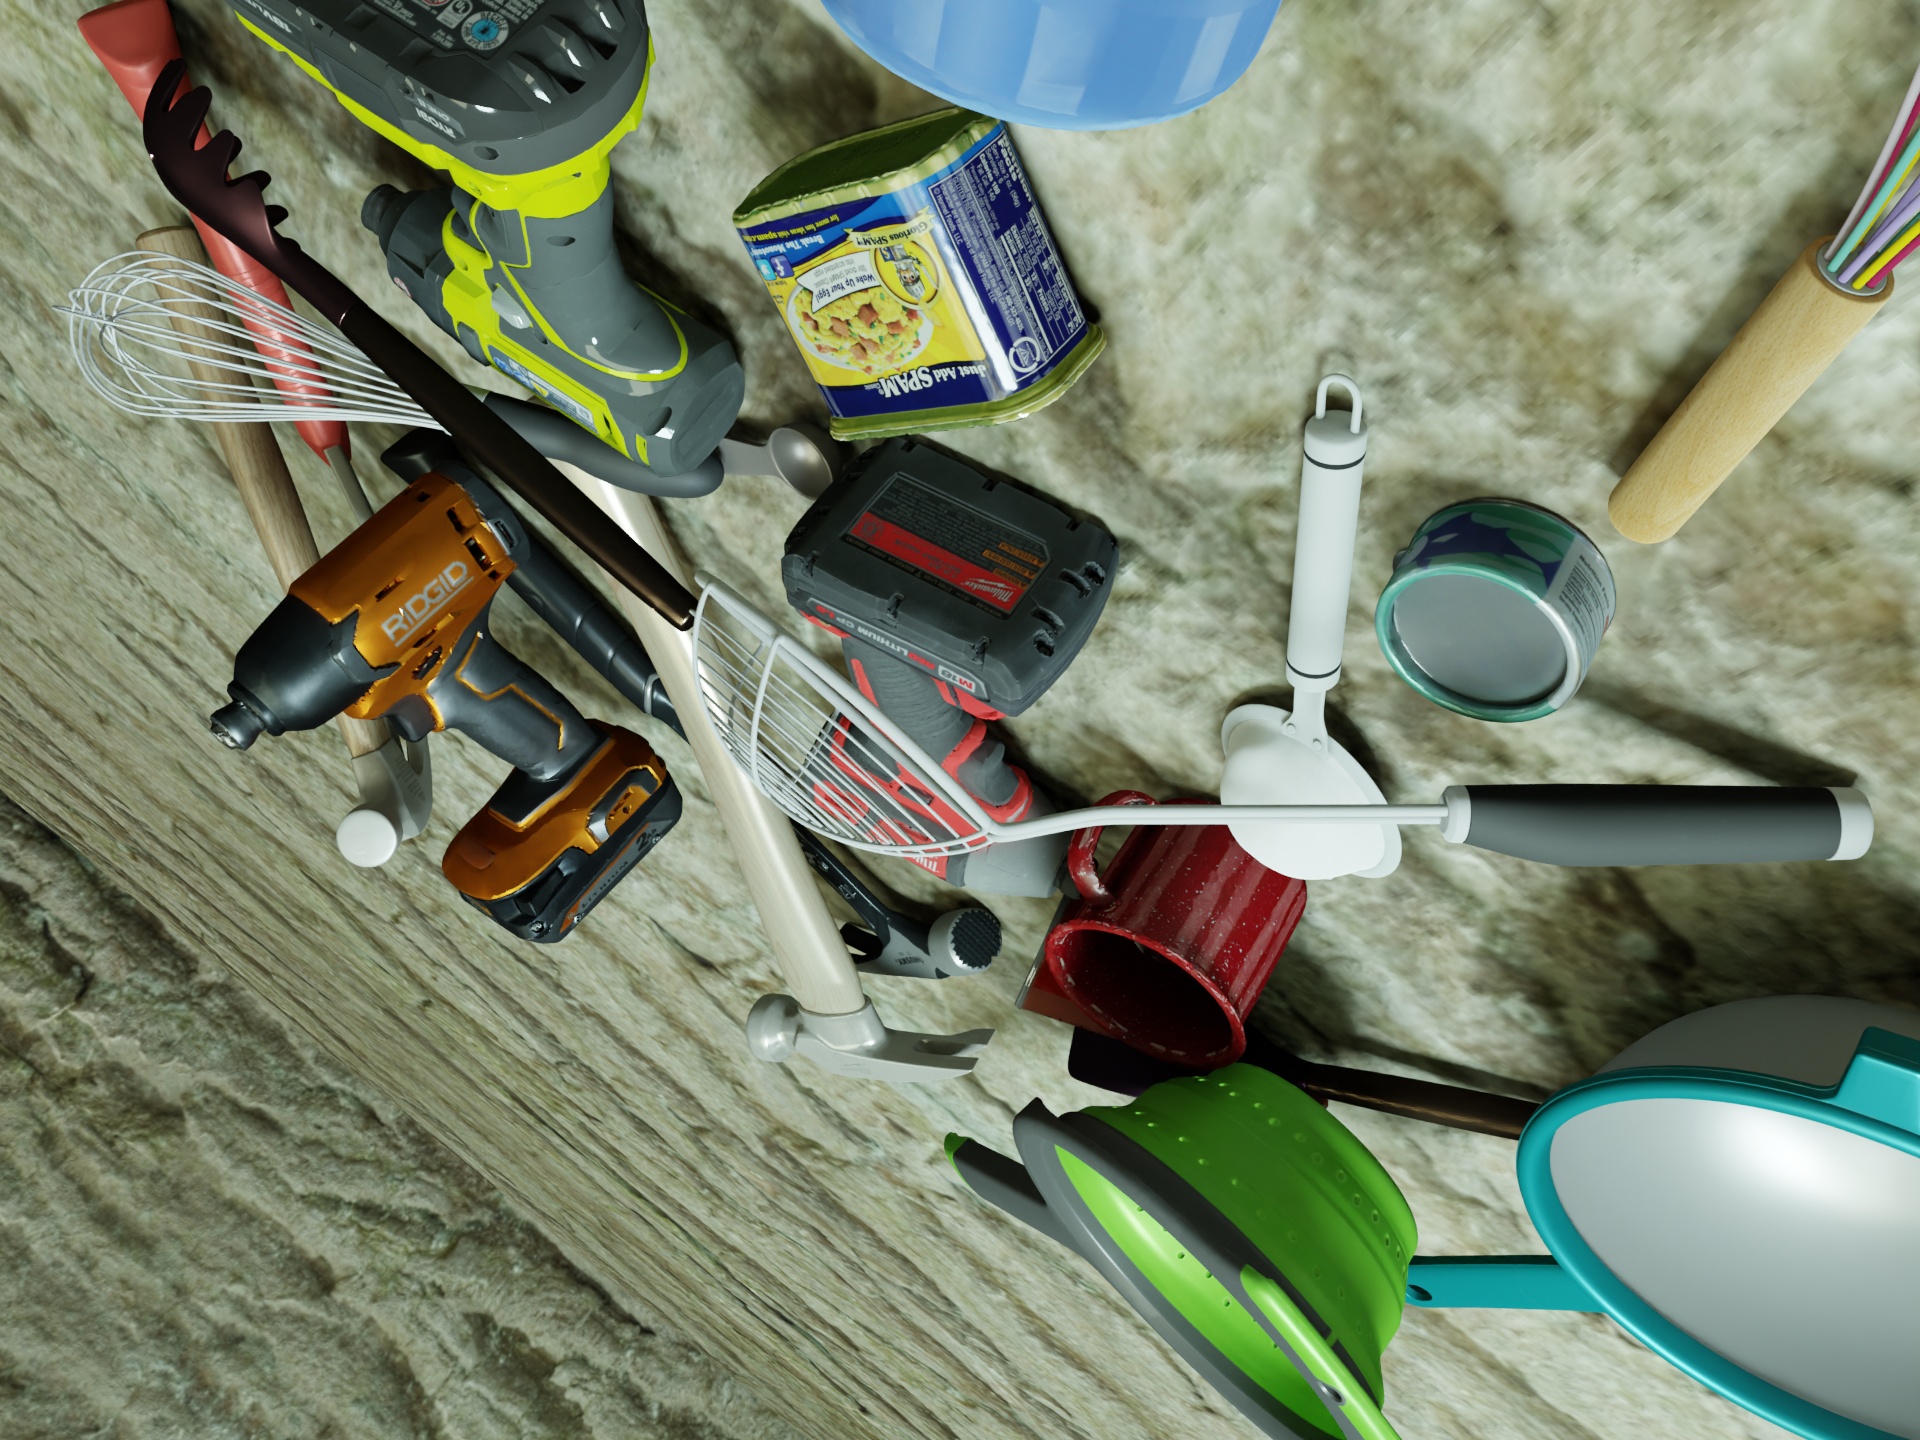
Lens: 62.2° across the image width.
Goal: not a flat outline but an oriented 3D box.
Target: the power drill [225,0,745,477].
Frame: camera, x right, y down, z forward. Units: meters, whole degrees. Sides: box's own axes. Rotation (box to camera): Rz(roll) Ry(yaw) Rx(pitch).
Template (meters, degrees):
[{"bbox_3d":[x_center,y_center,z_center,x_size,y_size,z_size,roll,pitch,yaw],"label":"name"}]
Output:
[{"bbox_3d":[-0.166,-0.190,0.556,0.171,0.080,0.223,34,163,9],"label":"power drill"}]

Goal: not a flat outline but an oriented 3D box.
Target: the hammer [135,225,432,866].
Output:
[{"bbox_3d":[-0.352,-0.092,0.837,0.130,0.031,0.331,-116,9,-77],"label":"hammer"}]

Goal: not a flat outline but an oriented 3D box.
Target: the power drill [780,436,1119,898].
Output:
[{"bbox_3d":[-0.001,-0.002,0.670,0.143,0.078,0.219,28,150,16],"label":"power drill"}]

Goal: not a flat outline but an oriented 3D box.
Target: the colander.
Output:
[{"bbox_3d":[0.095,0.220,0.753,0.204,0.094,0.397,53,161,-11],"label":"colander"}]

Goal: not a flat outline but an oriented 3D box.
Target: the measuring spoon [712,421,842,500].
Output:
[{"bbox_3d":[-0.091,-0.116,0.671,0.124,0.018,0.034,16,138,43],"label":"measuring spoon"}]

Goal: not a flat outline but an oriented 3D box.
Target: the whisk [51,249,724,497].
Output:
[{"bbox_3d":[-0.237,-0.138,0.669,0.284,0.070,0.070,14,147,-1],"label":"whisk"}]

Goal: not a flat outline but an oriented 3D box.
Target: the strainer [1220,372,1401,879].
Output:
[{"bbox_3d":[0.122,-0.013,0.564,0.087,0.050,0.258,35,149,33],"label":"strainer"}]

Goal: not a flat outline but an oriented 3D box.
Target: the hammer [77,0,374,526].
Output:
[{"bbox_3d":[-0.326,-0.168,0.788,0.149,0.036,0.358,50,159,49],"label":"hammer"}]

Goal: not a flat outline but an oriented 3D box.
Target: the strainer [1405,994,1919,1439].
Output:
[{"bbox_3d":[0.286,0.182,0.601,0.211,0.095,0.340,44,151,-4],"label":"strainer"}]

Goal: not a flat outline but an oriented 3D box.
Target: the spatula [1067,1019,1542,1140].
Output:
[{"bbox_3d":[0.187,0.168,0.734,0.316,0.060,0.018,5,164,36],"label":"spatula"}]

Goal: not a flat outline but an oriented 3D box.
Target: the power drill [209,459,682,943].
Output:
[{"bbox_3d":[-0.248,0.008,0.781,0.084,0.164,0.226,21,149,40],"label":"power drill"}]

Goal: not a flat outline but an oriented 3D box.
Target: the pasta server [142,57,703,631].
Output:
[{"bbox_3d":[-0.214,-0.146,0.626,0.316,0.040,0.060,41,169,8],"label":"pasta server"}]

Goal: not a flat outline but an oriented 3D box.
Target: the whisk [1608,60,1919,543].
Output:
[{"bbox_3d":[0.207,-0.116,0.345,0.244,0.051,0.047,104,143,-61],"label":"whisk"}]

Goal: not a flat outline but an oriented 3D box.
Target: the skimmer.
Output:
[{"bbox_3d":[0.093,0.000,0.503,0.363,0.090,0.127,1,170,5],"label":"skimmer"}]

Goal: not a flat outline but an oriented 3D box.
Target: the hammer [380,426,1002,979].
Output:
[{"bbox_3d":[-0.153,0.000,0.863,0.408,0.036,0.149,47,149,-14],"label":"hammer"}]

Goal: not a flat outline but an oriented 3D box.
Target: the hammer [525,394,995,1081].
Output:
[{"bbox_3d":[-0.105,0.022,0.789,0.146,0.038,0.410,-1,124,30],"label":"hammer"}]
